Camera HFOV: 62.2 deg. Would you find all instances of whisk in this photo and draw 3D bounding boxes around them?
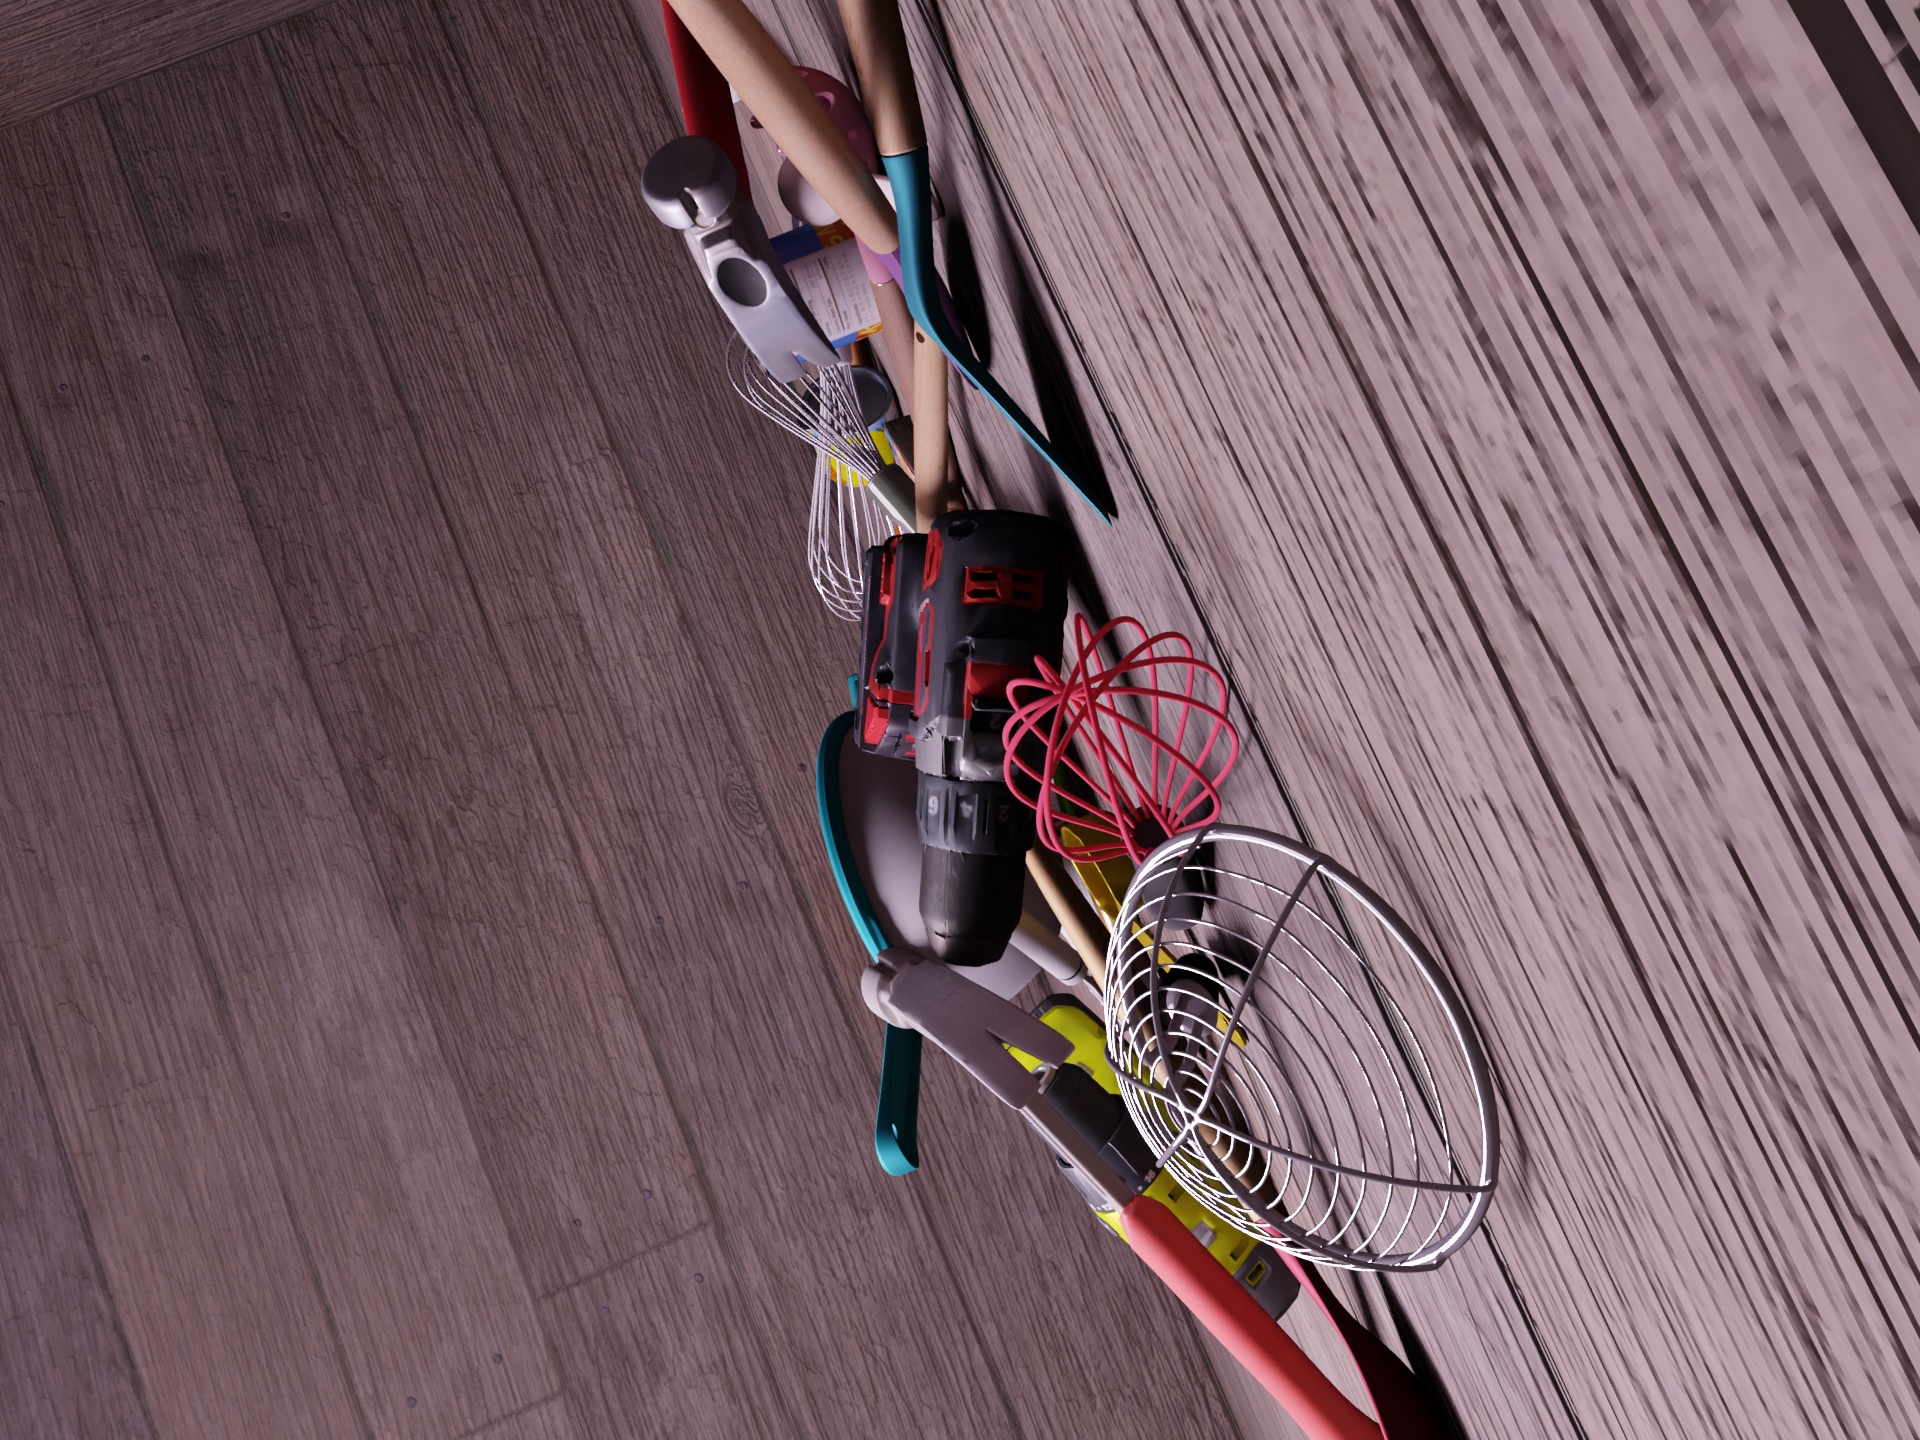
[{"bbox_3d":[-0.074,-0.197,0.992,0.070,0.070,0.284,-120,23,-69],"label":"whisk"},{"bbox_3d":[0.066,0.035,0.557,0.295,0.073,0.073,56,-171,-68],"label":"whisk"},{"bbox_3d":[-0.051,-0.146,0.927,0.246,0.059,0.057,49,-174,11],"label":"whisk"}]

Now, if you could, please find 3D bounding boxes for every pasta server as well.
[{"bbox_3d":[-0.039,-0.203,0.806,0.060,0.040,0.316,40,165,28],"label":"pasta server"}]

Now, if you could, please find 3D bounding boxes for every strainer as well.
[{"bbox_3d":[0.004,0.111,0.910,0.210,0.095,0.341,56,-161,-28],"label":"strainer"},{"bbox_3d":[0.068,0.141,0.890,0.258,0.050,0.087,42,-177,-42],"label":"strainer"}]

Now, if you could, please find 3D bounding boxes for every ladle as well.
[{"bbox_3d":[0.113,0.183,0.664,0.316,0.031,0.069,57,-174,17],"label":"ladle"}]

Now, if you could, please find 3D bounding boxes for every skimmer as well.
[{"bbox_3d":[0.105,0.095,0.550,0.127,0.090,0.363,63,-173,7],"label":"skimmer"}]

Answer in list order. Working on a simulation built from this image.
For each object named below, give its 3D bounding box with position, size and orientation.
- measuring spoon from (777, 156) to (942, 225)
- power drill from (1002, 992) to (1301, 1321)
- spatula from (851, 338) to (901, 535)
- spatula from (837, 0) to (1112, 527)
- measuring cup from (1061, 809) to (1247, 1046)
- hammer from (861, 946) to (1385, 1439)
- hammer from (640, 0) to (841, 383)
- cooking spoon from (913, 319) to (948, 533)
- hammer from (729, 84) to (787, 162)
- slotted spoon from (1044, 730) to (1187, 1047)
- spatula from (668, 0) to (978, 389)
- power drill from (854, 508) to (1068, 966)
[{"bbox_3d":[-0.045,-0.214,0.660,0.124,0.018,0.034,32,166,52],"label":"measuring spoon"},{"bbox_3d":[0.091,0.245,0.946,0.190,0.080,0.228,46,178,-12],"label":"power drill"},{"bbox_3d":[-0.067,-0.215,1.208,0.322,0.041,0.081,72,176,-46],"label":"spatula"},{"bbox_3d":[-0.014,-0.206,0.490,0.082,0.044,0.317,-116,9,-61],"label":"spatula"},{"bbox_3d":[0.102,0.100,0.785,0.157,0.029,0.062,48,165,43],"label":"measuring cup"},{"bbox_3d":[0.098,0.233,0.679,0.358,0.037,0.149,50,165,-22],"label":"hammer"},{"bbox_3d":[-0.130,-0.349,0.786,0.143,0.038,0.387,52,-158,-61],"label":"hammer"},{"bbox_3d":[-0.016,-0.106,0.845,0.069,0.017,0.318,41,157,19],"label":"cooking spoon"},{"bbox_3d":[-0.140,-0.422,1.011,0.409,0.036,0.149,-117,6,-52],"label":"hammer"},{"bbox_3d":[0.088,0.104,0.966,0.070,0.031,0.313,-93,-21,-76],"label":"slotted spoon"},{"bbox_3d":[-0.032,-0.170,0.532,0.315,0.018,0.060,17,-128,-76],"label":"spatula"},{"bbox_3d":[-0.001,-0.002,0.732,0.227,0.080,0.188,-137,51,-80],"label":"power drill"}]
